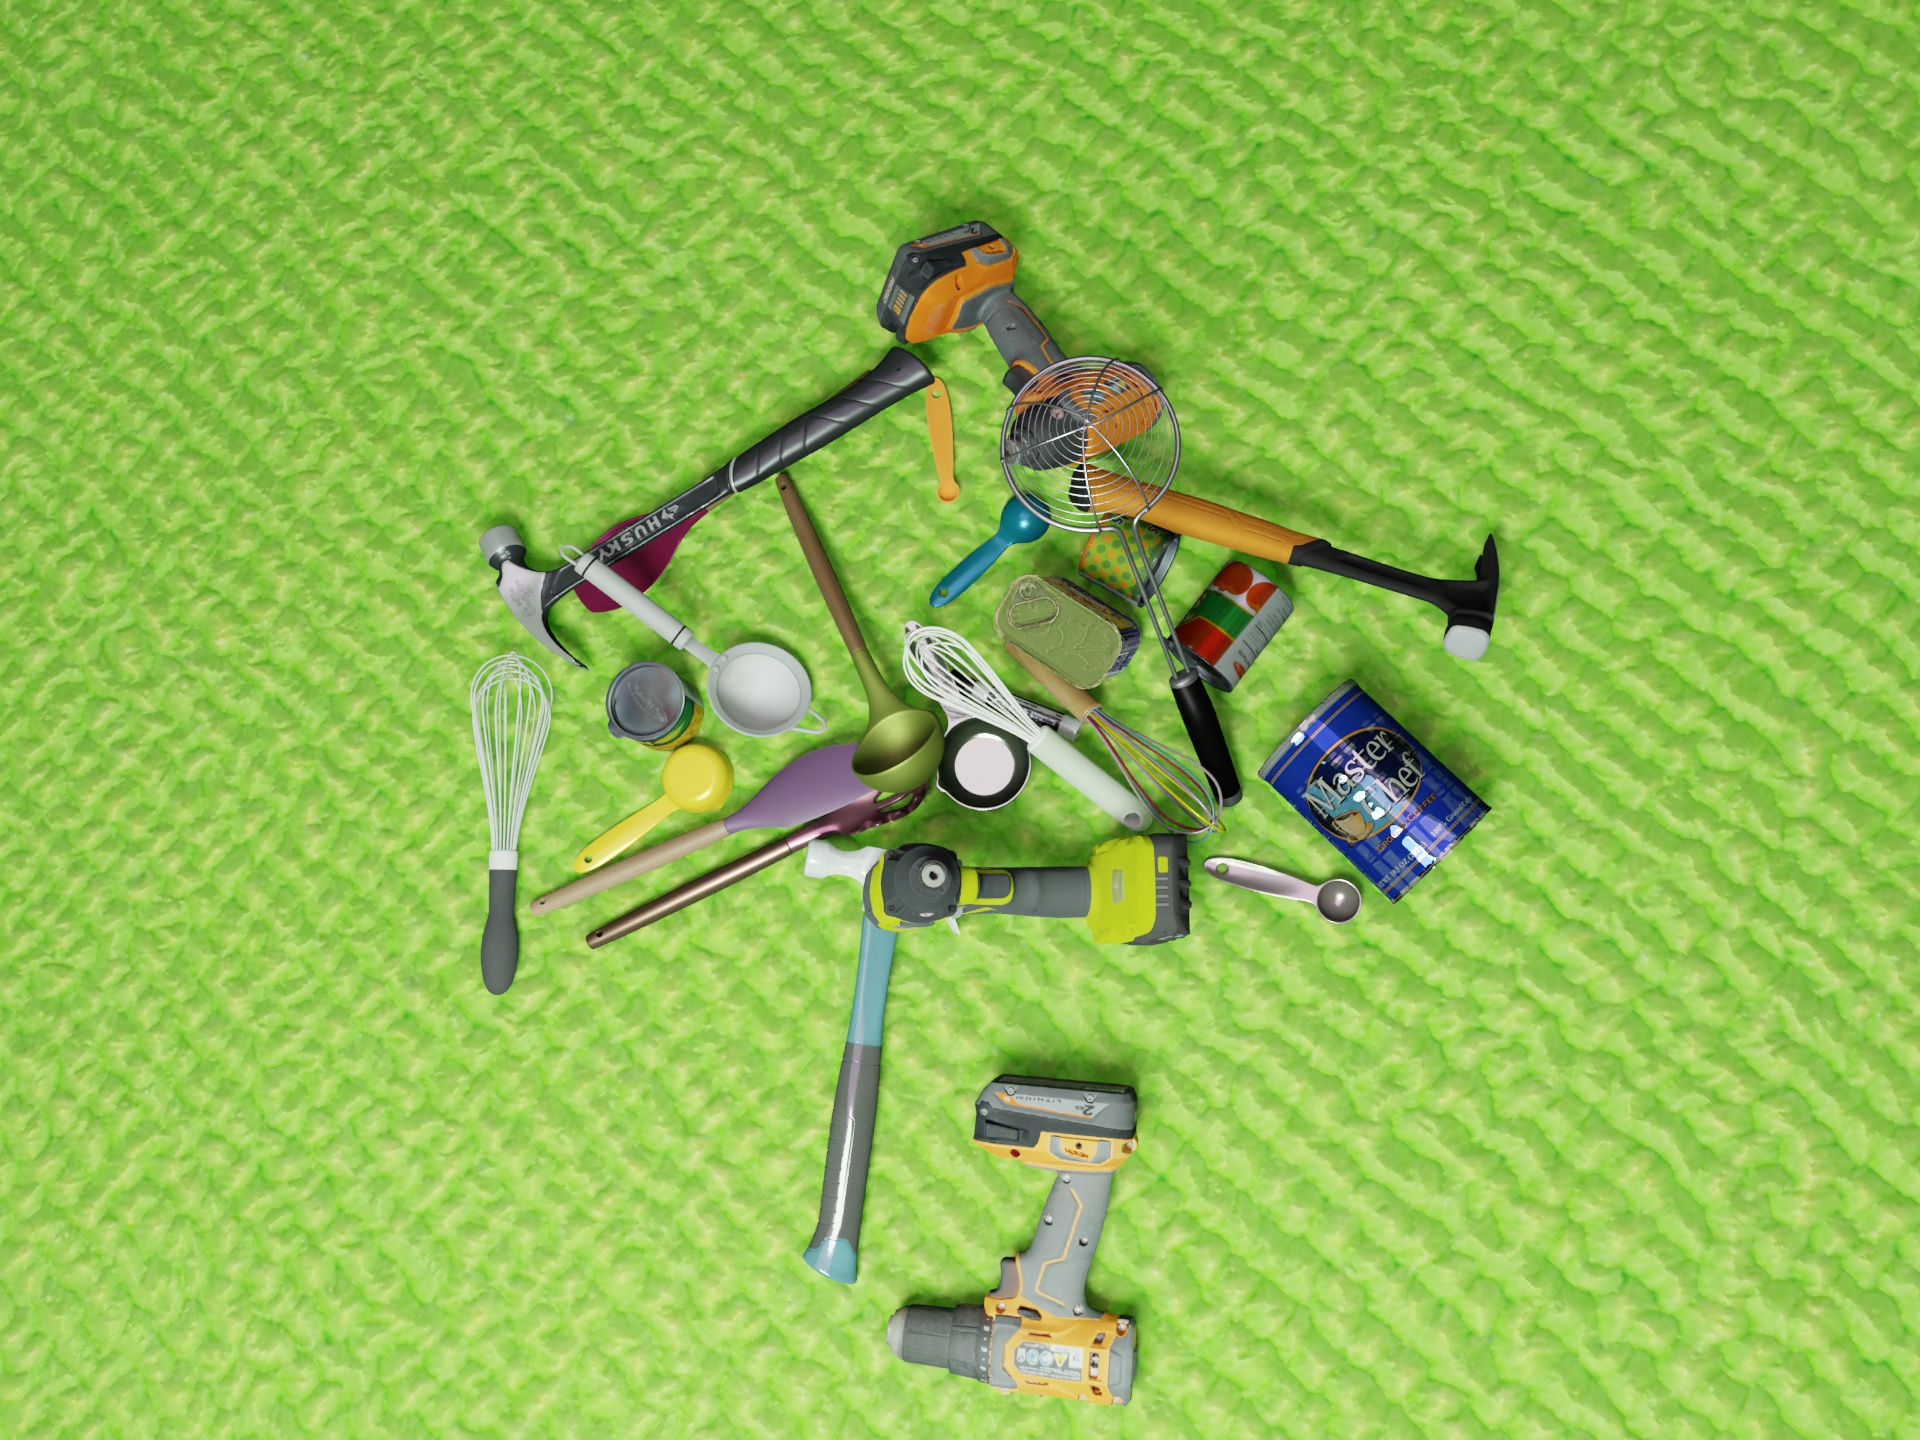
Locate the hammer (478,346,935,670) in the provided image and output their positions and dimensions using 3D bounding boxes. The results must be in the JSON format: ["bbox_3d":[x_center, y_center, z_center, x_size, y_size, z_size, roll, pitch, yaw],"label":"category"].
[{"bbox_3d":[-0.203,-0.192,1.336,0.409,0.036,0.149,-30,73,3],"label":"hammer"}]

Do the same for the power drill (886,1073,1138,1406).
[{"bbox_3d":[0.043,0.382,1.181,0.185,0.084,0.226,3,83,10],"label":"power drill"}]

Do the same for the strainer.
[{"bbox_3d":[-0.220,-0.063,1.300,0.258,0.050,0.087,38,59,-5],"label":"strainer"}]

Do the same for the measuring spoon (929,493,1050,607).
[{"bbox_3d":[0.022,-0.141,1.317,0.128,0.021,0.042,-43,76,-3],"label":"measuring spoon"}]

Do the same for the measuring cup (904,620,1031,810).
[{"bbox_3d":[-0.002,-0.004,1.279,0.083,0.038,0.168,-28,81,-1],"label":"measuring cup"}]

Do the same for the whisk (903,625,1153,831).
[{"bbox_3d":[0.054,0.009,1.233,0.246,0.059,0.057,38,118,-11],"label":"whisk"}]

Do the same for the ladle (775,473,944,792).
[{"bbox_3d":[-0.095,-0.080,1.284,0.078,0.062,0.320,-28,65,7],"label":"ladle"}]

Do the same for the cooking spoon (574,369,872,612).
[{"bbox_3d":[-0.200,-0.200,1.365,0.319,0.017,0.069,-37,72,0],"label":"cooking spoon"}]

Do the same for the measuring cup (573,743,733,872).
[{"bbox_3d":[-0.258,0.076,1.310,0.156,0.029,0.062,-36,76,-2],"label":"measuring cup"}]

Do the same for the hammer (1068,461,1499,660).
[{"bbox_3d":[0.248,-0.142,1.232,0.337,0.034,0.127,18,45,8],"label":"hammer"}]

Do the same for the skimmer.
[{"bbox_3d":[0.140,-0.093,1.185,0.127,0.090,0.363,-24,120,2],"label":"skimmer"}]

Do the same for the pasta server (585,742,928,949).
[{"bbox_3d":[-0.165,0.110,1.287,0.316,0.040,0.060,-26,61,4],"label":"pasta server"}]

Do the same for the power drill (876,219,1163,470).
[{"bbox_3d":[0.037,-0.294,1.286,0.164,0.084,0.227,-32,71,-38],"label":"power drill"}]

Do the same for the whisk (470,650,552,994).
[{"bbox_3d":[-0.377,0.083,1.316,0.070,0.070,0.285,-1,83,8],"label":"whisk"}]

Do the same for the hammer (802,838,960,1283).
[{"bbox_3d":[-0.078,0.264,1.234,0.128,0.033,0.331,8,83,-6],"label":"hammer"}]

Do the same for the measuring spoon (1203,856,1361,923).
[{"bbox_3d":[0.250,0.129,1.236,0.124,0.018,0.034,15,81,18],"label":"measuring spoon"}]

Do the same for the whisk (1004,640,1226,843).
[{"bbox_3d":[0.119,0.010,1.246,0.245,0.047,0.051,45,132,29],"label":"whisk"}]

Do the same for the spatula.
[{"bbox_3d":[-0.212,0.093,1.291,0.316,0.018,0.060,-24,58,10],"label":"spatula"}]

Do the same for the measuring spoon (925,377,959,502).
[{"bbox_3d":[-0.015,-0.237,1.351,0.021,0.011,0.117,-9,74,7],"label":"measuring spoon"}]

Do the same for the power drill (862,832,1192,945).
[{"bbox_3d":[0.048,0.123,1.164,0.223,0.171,0.080,1,79,-10],"label":"power drill"}]
